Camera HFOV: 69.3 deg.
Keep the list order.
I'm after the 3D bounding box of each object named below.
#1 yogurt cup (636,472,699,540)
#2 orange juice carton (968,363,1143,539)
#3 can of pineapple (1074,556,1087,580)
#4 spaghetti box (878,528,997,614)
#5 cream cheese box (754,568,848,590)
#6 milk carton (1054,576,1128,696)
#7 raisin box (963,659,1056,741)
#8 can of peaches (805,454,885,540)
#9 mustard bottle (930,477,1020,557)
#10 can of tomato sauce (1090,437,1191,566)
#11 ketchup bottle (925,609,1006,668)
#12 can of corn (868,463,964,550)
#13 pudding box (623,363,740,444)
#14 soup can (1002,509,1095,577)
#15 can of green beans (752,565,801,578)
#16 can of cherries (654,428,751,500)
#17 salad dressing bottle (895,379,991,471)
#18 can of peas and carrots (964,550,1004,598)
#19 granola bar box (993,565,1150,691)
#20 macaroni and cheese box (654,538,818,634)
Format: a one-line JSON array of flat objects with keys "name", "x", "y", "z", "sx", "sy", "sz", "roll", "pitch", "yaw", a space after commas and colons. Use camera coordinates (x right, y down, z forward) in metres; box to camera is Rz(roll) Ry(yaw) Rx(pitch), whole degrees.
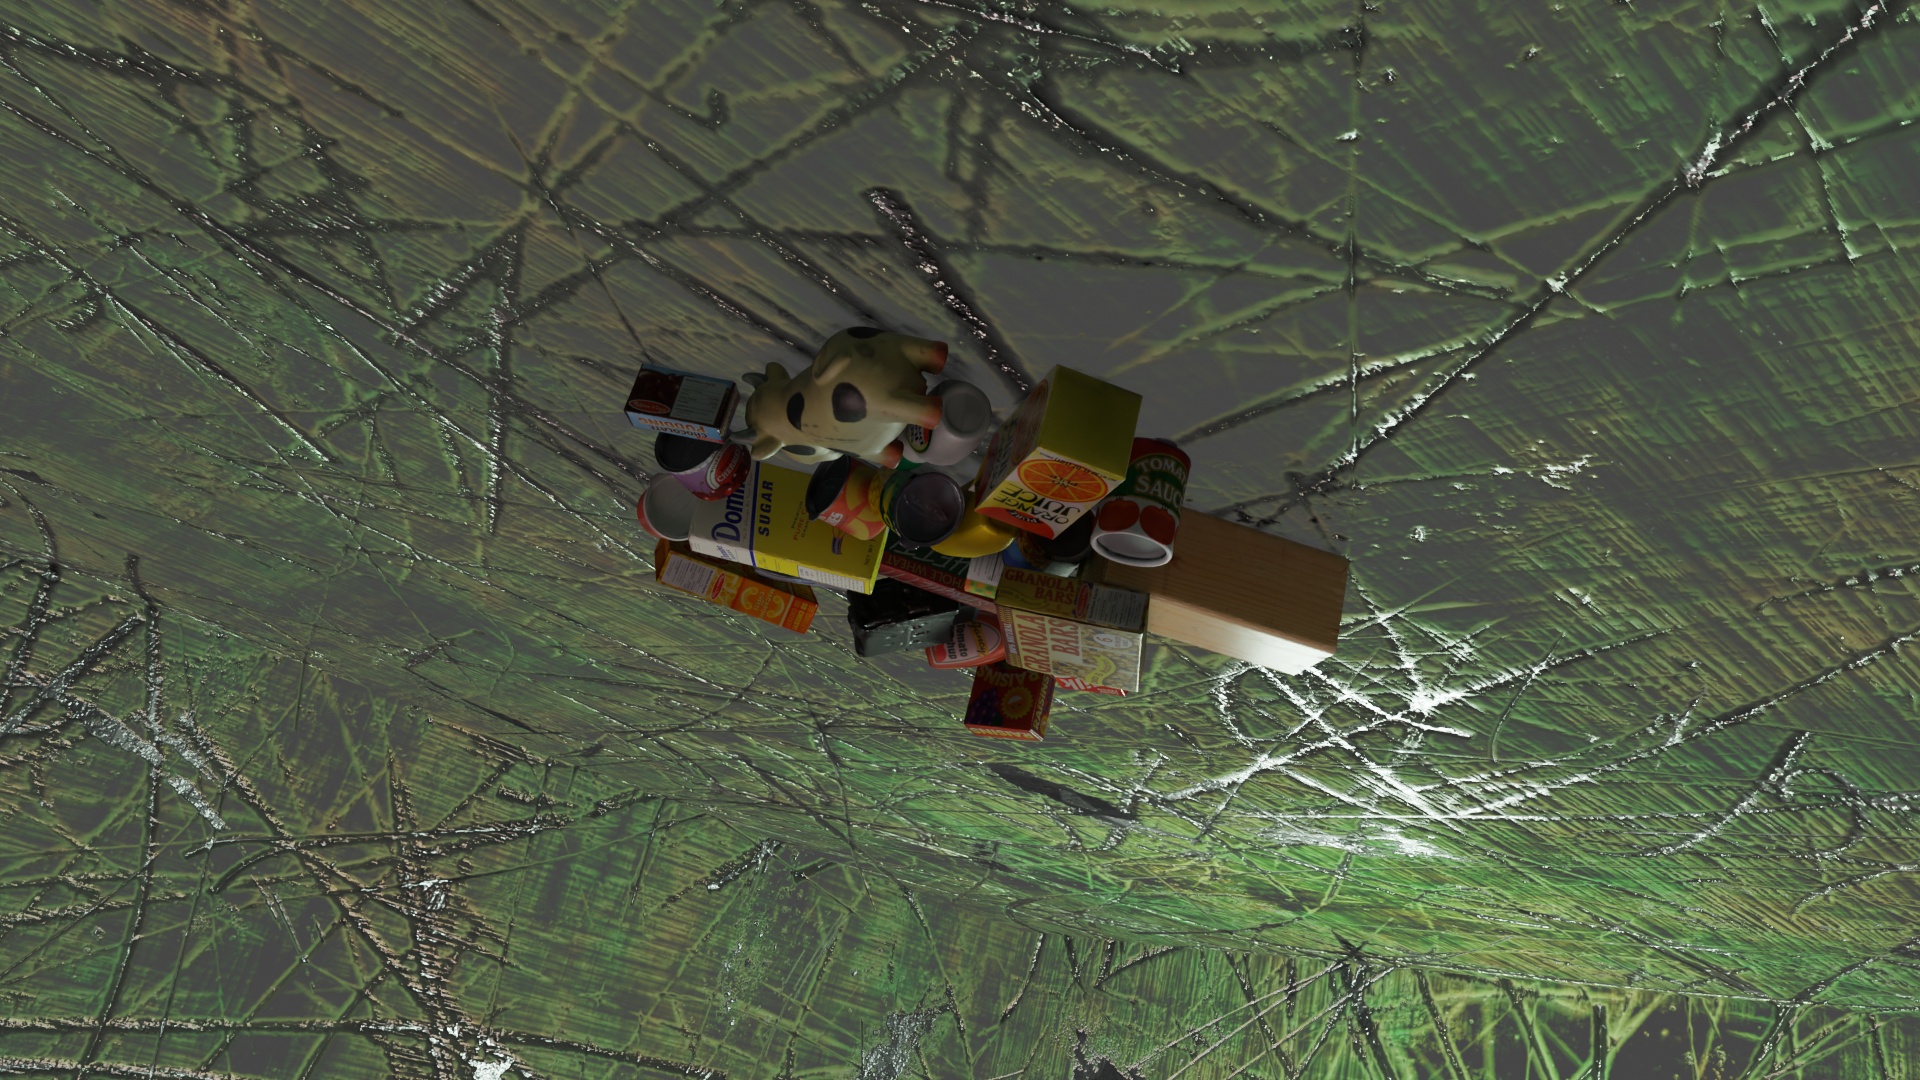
[{"name": "yogurt cup", "x": -0.289, "y": -0.032, "z": 1.386, "sx": 0.072, "sy": 0.072, "sz": 0.054, "roll": 25, "pitch": 164, "yaw": -24}, {"name": "orange juice carton", "x": 0.066, "y": -0.059, "z": 1.085, "sx": 0.072, "sy": 0.073, "sz": 0.192, "roll": 19, "pitch": 158, "yaw": -11}, {"name": "can of pineapple", "x": 0.138, "y": 0.029, "z": 1.271, "sx": 0.071, "sy": 0.058, "sz": 0.070, "roll": 13, "pitch": 158, "yaw": 5}, {"name": "spaghetti box", "x": -0.040, "y": 0.018, "z": 1.366, "sx": 0.250, "sy": 0.050, "sz": 0.028, "roll": 19, "pitch": 158, "yaw": -12}, {"name": "cream cheese box", "x": -0.156, "y": 0.018, "z": 1.434, "sx": 0.104, "sy": 0.053, "sz": 0.024, "roll": 8, "pitch": 159, "yaw": 15}, {"name": "milk carton", "x": 0.134, "y": 0.107, "z": 1.440, "sx": 0.072, "sy": 0.074, "sz": 0.190, "roll": 6, "pitch": 157, "yaw": 20}, {"name": "raisin box", "x": 0.060, "y": 0.155, "z": 1.535, "sx": 0.086, "sy": 0.124, "sz": 0.040, "roll": 1, "pitch": 154, "yaw": 28}, {"name": "can of peaches", "x": -0.097, "y": -0.038, "z": 1.238, "sx": 0.058, "sy": 0.071, "sz": 0.071, "roll": 28, "pitch": 154, "yaw": -32}, {"name": "mustard bottle", "x": 0.004, "y": -0.016, "z": 1.247, "sx": 0.049, "sy": 0.065, "sz": 0.160, "roll": 22, "pitch": 163, "yaw": -20}, {"name": "can of tomato sauce", "x": 0.143, "y": -0.030, "z": 1.092, "sx": 0.071, "sy": 0.083, "sz": 0.071, "roll": 13, "pitch": 158, "yaw": 5}, {"name": "ketchup bottle", "x": 0.034, "y": 0.105, "z": 1.520, "sx": 0.148, "sy": 0.064, "sz": 0.043, "roll": -6, "pitch": 180, "yaw": 26}, {"name": "can of corn", "x": -0.040, "y": -0.032, "z": 1.194, "sx": 0.071, "sy": 0.071, "sz": 0.058, "roll": 29, "pitch": -177, "yaw": -32}, {"name": "pudding box", "x": -0.233, "y": -0.115, "z": 1.167, "sx": 0.084, "sy": 0.050, "sz": 0.030, "roll": 11, "pitch": 156, "yaw": 6}, {"name": "soup can", "x": 0.077, "y": -0.001, "z": 1.232, "sx": 0.071, "sy": 0.071, "sz": 0.083, "roll": 17, "pitch": 157, "yaw": -6}, {"name": "can of green beans", "x": -0.178, "y": -0.001, "z": 1.395, "sx": 0.071, "sy": 0.058, "sz": 0.071, "roll": 13, "pitch": 158, "yaw": 5}, {"name": "can of cherries", "x": -0.226, "y": -0.075, "z": 1.233, "sx": 0.071, "sy": 0.072, "sz": 0.058, "roll": 4, "pitch": 156, "yaw": 24}, {"name": "salad dressing bottle", "x": -0.022, "y": -0.085, "z": 1.099, "sx": 0.044, "sy": 0.064, "sz": 0.147, "roll": 12, "pitch": 167, "yaw": -19}, {"name": "can of peas and carrots", "x": 0.039, "y": 0.024, "z": 1.310, "sx": 0.059, "sy": 0.071, "sz": 0.070, "roll": 15, "pitch": 158, "yaw": 2}, {"name": "granola bar box", "x": 0.098, "y": 0.079, "z": 1.197, "sx": 0.124, "sy": 0.039, "sz": 0.165, "roll": 11, "pitch": 159, "yaw": 11}, {"name": "macaroni and cheese box", "x": -0.242, "y": 0.041, "z": 1.488, "sx": 0.166, "sy": 0.040, "sz": 0.124, "roll": 22, "pitch": -172, "yaw": -17}]
